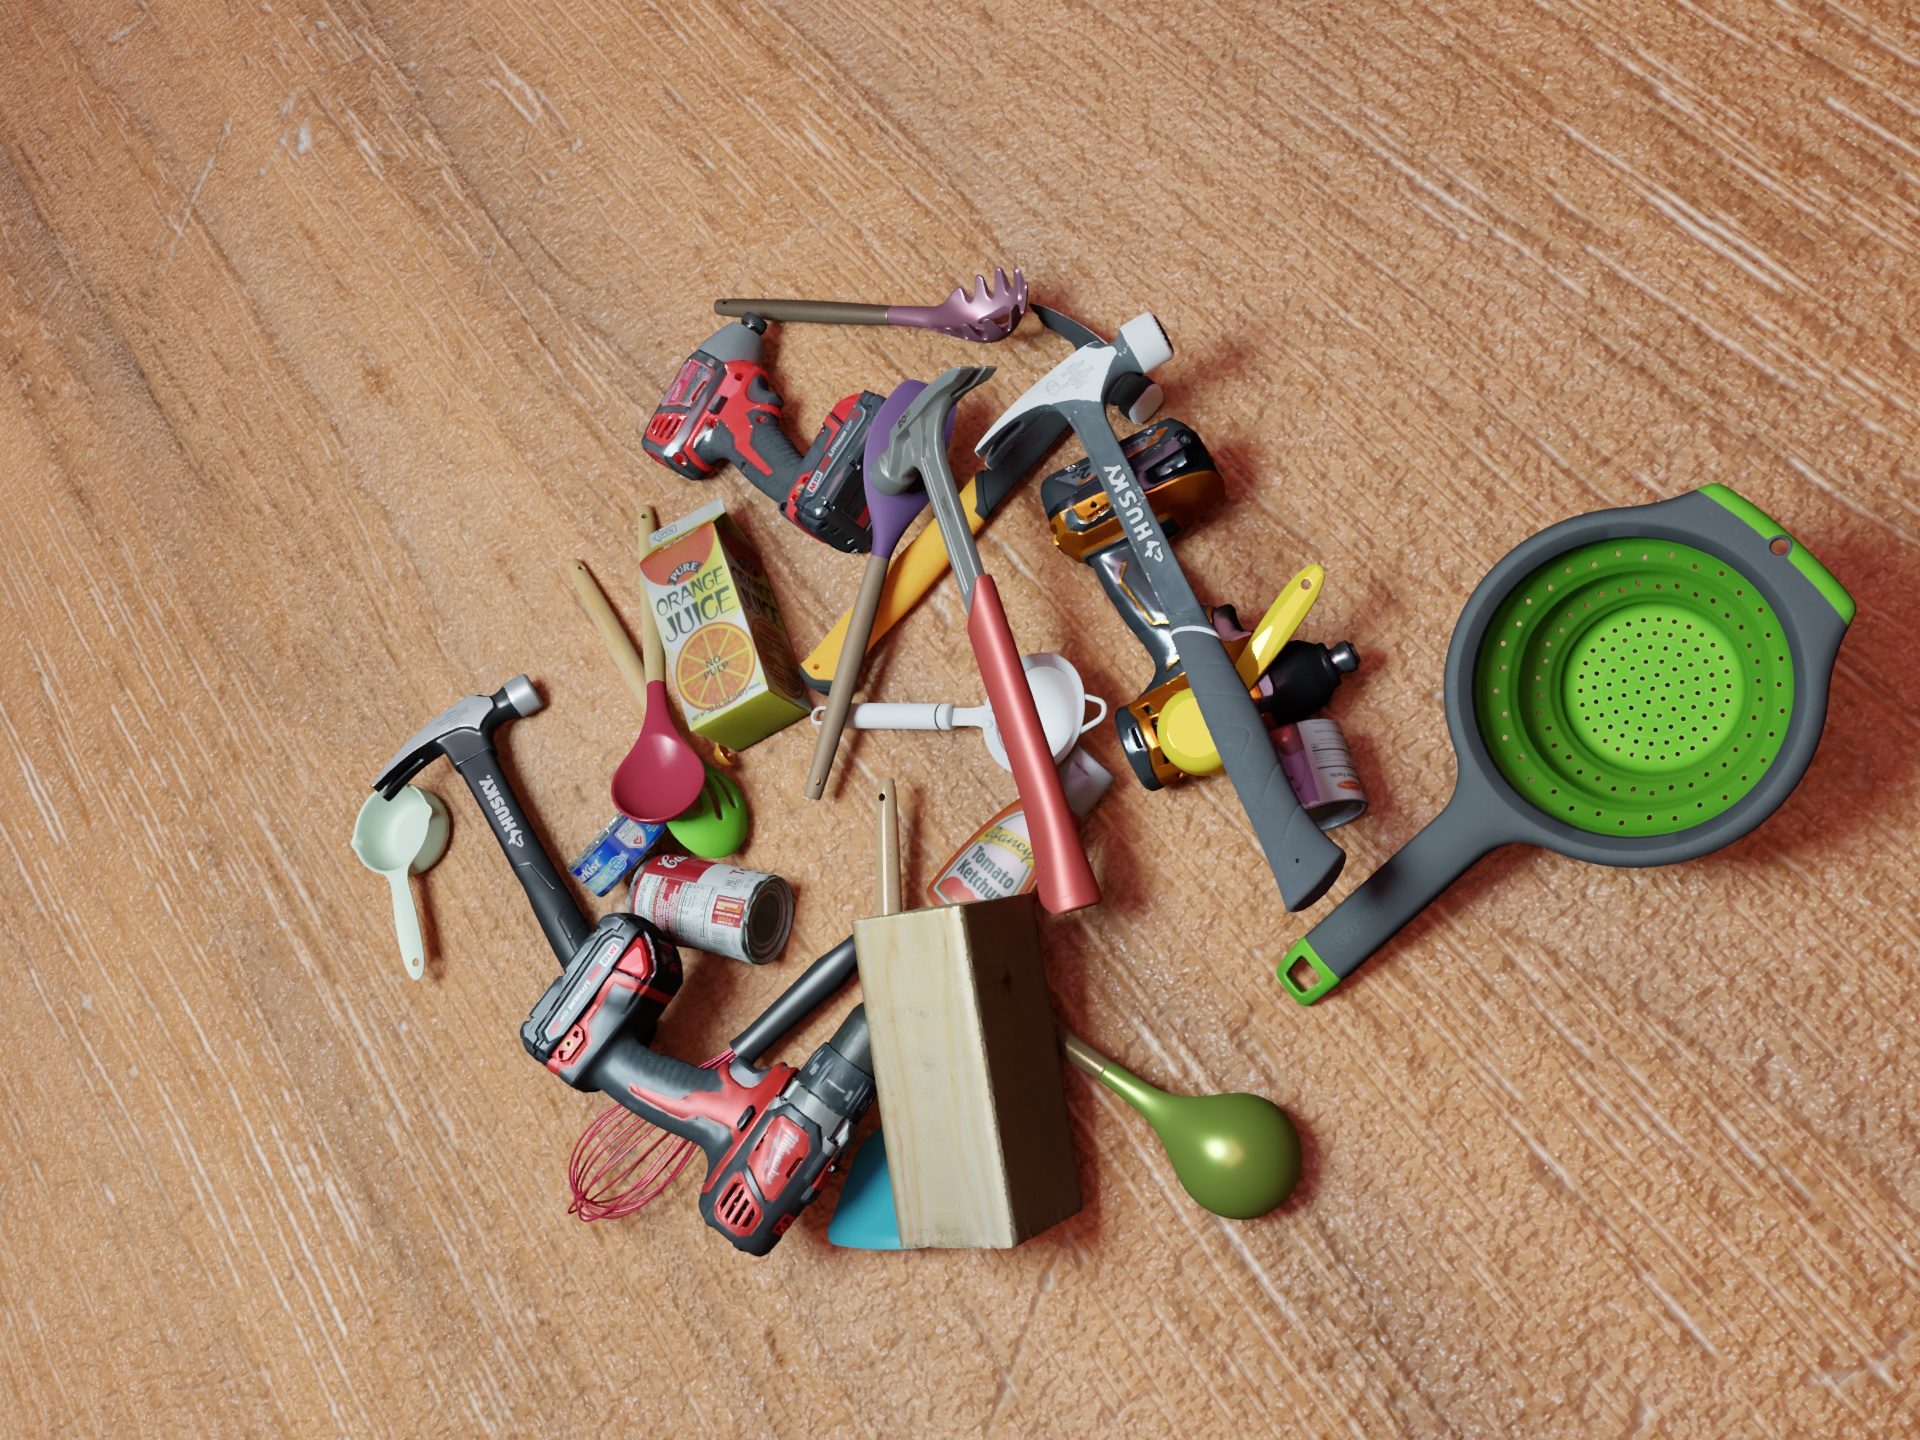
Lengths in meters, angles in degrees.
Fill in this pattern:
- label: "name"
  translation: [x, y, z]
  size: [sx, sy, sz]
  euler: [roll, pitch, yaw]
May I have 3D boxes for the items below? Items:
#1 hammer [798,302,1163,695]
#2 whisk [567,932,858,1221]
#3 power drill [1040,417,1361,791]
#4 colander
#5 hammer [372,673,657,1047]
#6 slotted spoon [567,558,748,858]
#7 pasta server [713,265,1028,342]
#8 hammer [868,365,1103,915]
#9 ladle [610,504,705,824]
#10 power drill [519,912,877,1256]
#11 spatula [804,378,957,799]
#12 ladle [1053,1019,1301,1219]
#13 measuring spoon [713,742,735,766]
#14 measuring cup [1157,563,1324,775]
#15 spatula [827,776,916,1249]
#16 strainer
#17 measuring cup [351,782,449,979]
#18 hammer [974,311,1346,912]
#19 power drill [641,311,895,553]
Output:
- label: "hammer"
  translation: [-0.005, -0.155, 1.190]
  size: [0.337, 0.034, 0.127]
  euler: [-48, 64, 4]
- label: "whisk"
  translation: [-0.171, 0.250, 1.134]
  size: [0.296, 0.073, 0.073]
  euler: [-43, 64, 1]
- label: "power drill"
  translation: [0.160, -0.084, 1.076]
  size: [0.164, 0.084, 0.227]
  euler: [-24, 72, 15]
- label: "colander"
  translation: [0.348, 0.037, 0.966]
  size: [0.397, 0.094, 0.205]
  euler: [-49, 66, 24]
- label: "hammer"
  translation: [-0.332, 0.126, 1.234]
  size: [0.146, 0.035, 0.335]
  euler: [-30, 68, -10]
- label: "slotted spoon"
  translation: [-0.248, -0.020, 1.250]
  size: [0.314, 0.070, 0.031]
  euler: [56, 134, 30]
- label: "pasta server"
  translation: [-0.078, -0.325, 1.249]
  size: [0.316, 0.040, 0.060]
  euler: [12, 63, 33]
- label: "hammer"
  translation: [0.028, -0.049, 1.055]
  size: [0.149, 0.036, 0.359]
  euler: [-36, 68, 56]
- label: "ladle"
  translation: [-0.237, -0.048, 1.227]
  size: [0.069, 0.031, 0.316]
  euler: [-8, 55, -4]
- label: "power drill"
  translation: [-0.160, 0.220, 1.073]
  size: [0.227, 0.080, 0.188]
  euler: [33, 81, 19]
- label: "spatula"
  translation: [-0.068, -0.095, 1.164]
  size: [0.059, 0.018, 0.316]
  euler: [15, 89, -12]
- label: "ladle"
  translation: [0.081, 0.219, 1.051]
  size: [0.320, 0.062, 0.078]
  euler: [29, 91, 34]
- label: "measuring spoon"
  translation: [-0.204, -0.006, 1.235]
  size: [0.011, 0.021, 0.117]
  euler: [-39, 58, 8]
- label: "measuring cup"
  translation: [0.180, -0.035, 1.004]
  size: [0.062, 0.029, 0.156]
  euler: [37, 98, 20]
- label: "spatula"
  translation: [-0.050, 0.196, 1.095]
  size: [0.082, 0.044, 0.318]
  euler: [-7, 79, 24]
- label: "strainer"
  translation: [-0.002, -0.004, 1.139]
  size: [0.258, 0.050, 0.087]
  euler: [1, 77, 31]
- label: "measuring cup"
  translation: [-0.445, 0.132, 1.296]
  size: [0.083, 0.038, 0.168]
  euler: [-22, 70, 16]
- label: "hammer"
  translation: [0.135, -0.068, 1.003]
  size: [0.149, 0.036, 0.409]
  euler: [-28, 64, 14]
- label: "power drill"
  translation: [-0.141, -0.232, 1.249]
  size: [0.220, 0.078, 0.143]
  euler: [30, 88, 30]
